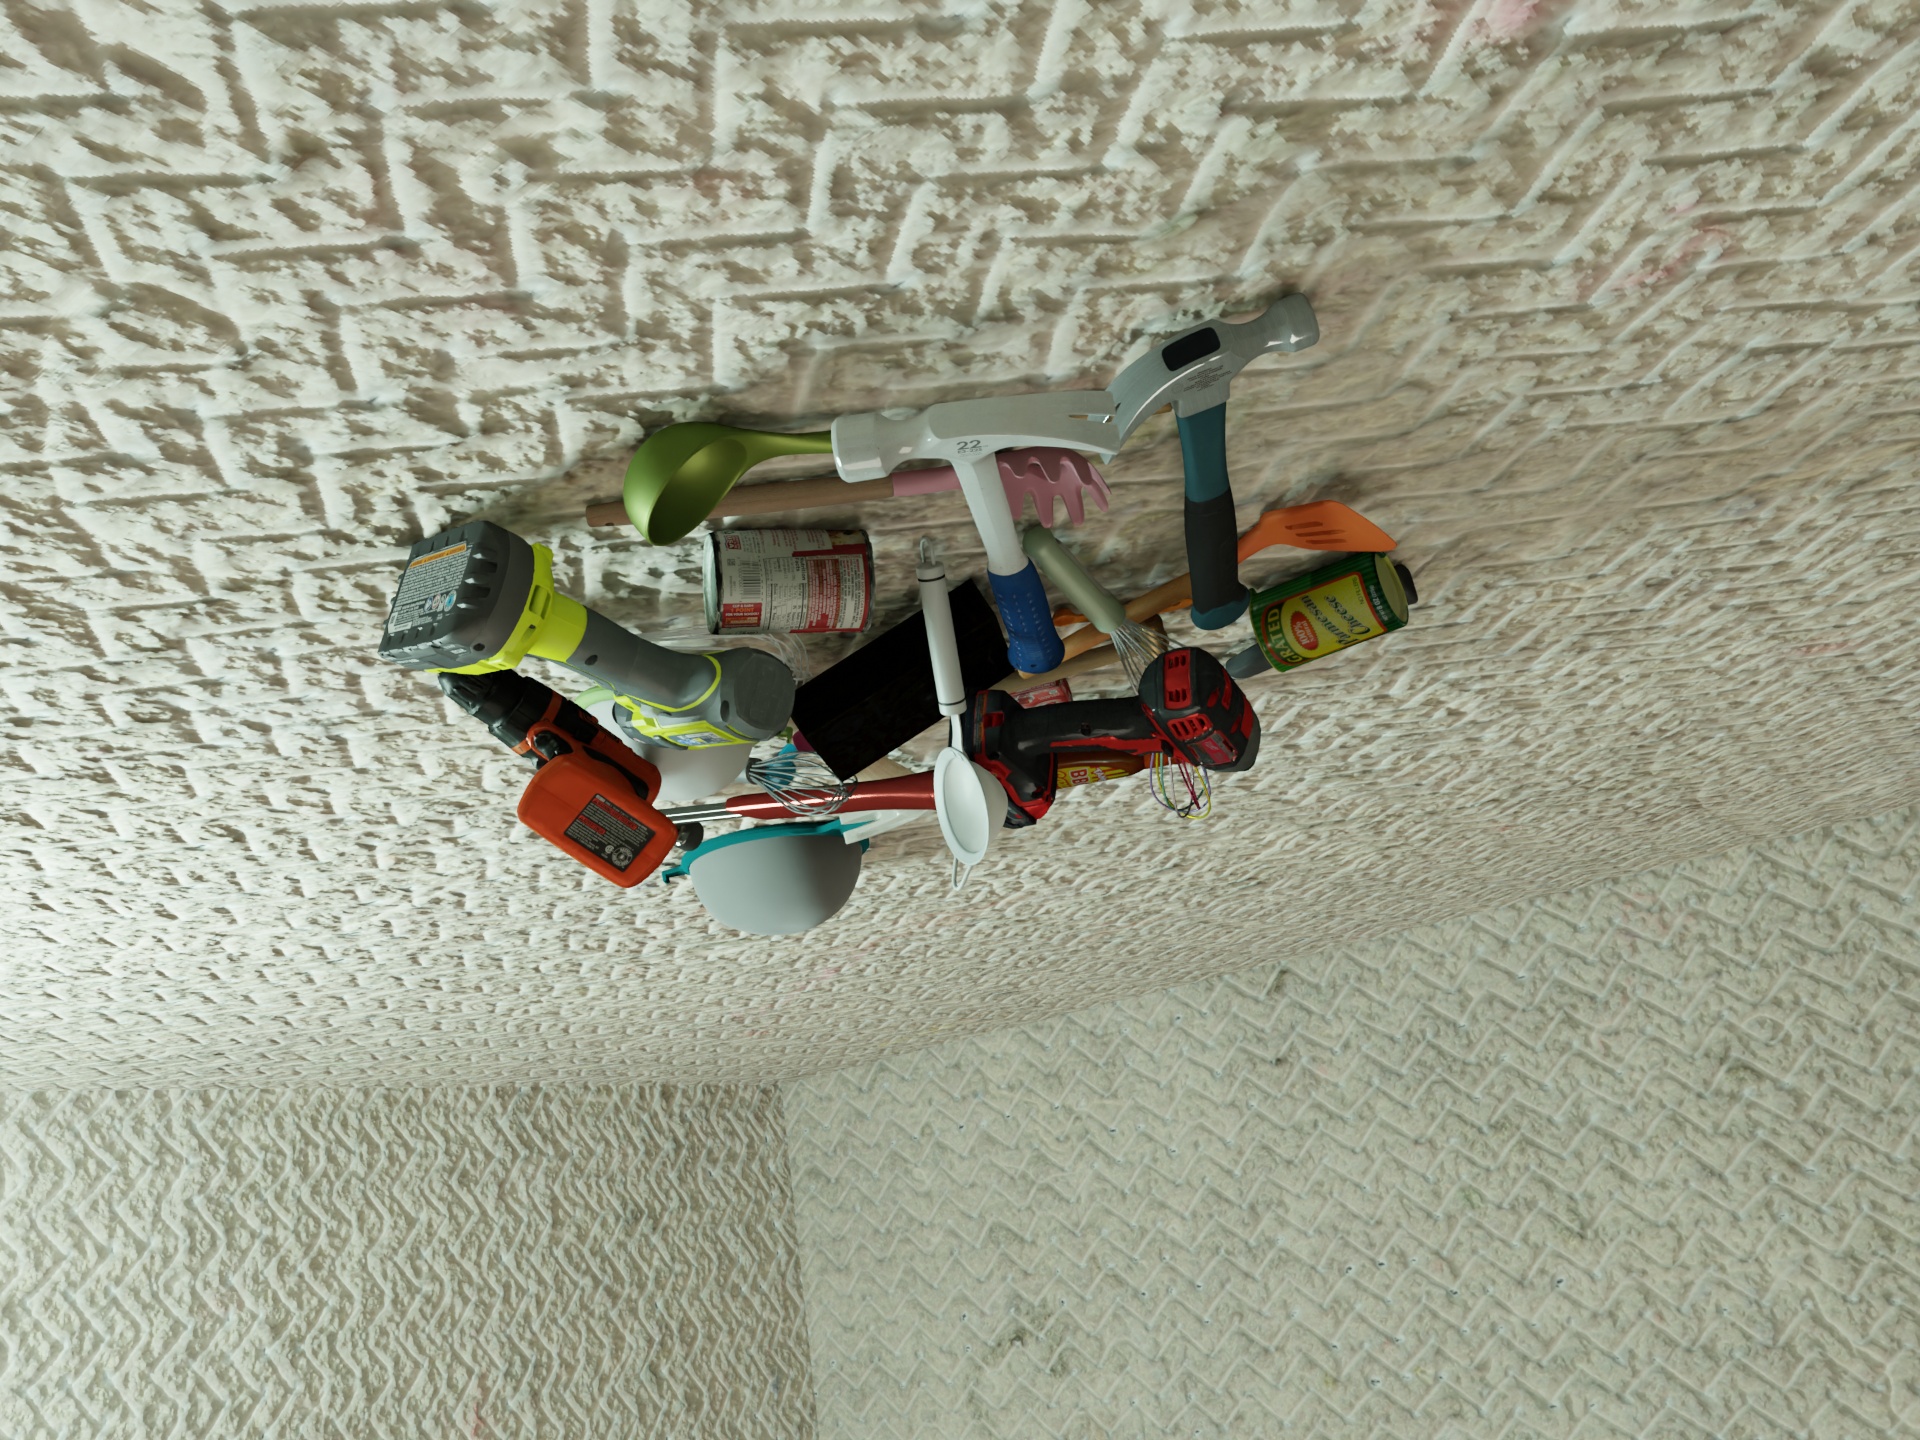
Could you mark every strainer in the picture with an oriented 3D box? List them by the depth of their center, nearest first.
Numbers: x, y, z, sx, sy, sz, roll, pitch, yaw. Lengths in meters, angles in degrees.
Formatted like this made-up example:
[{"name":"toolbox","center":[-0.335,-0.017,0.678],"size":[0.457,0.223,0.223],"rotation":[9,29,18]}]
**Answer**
[{"name":"strainer","center":[-0.002,-0.004,1.113],"size":[0.050,0.258,0.087],"rotation":[-18,-158,-22]},{"name":"strainer","center":[-0.267,0.033,1.272],"size":[0.256,0.069,0.151],"rotation":[-14,155,40]},{"name":"strainer","center":[-0.159,0.167,1.721],"size":[0.210,0.095,0.340],"rotation":[8,157,-40]}]

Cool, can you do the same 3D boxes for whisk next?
[{"name":"whisk","center":[-0.240,-0.048,1.122],"size":[0.284,0.070,0.070],"rotation":[6,157,-25]},{"name":"whisk","center":[0.114,-0.071,1.157],"size":[0.059,0.058,0.246],"rotation":[-43,136,7]},{"name":"whisk","center":[-0.174,0.045,1.329],"size":[0.239,0.055,0.055],"rotation":[6,177,44]},{"name":"whisk","center":[0.179,0.002,1.338],"size":[0.051,0.047,0.244],"rotation":[-27,135,-8]}]

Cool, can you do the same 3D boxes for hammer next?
[{"name":"hammer","center":[0.034,-0.101,0.984],"size":[0.144,0.035,0.405],"rotation":[-7,165,7]},{"name":"hammer","center":[0.156,-0.139,0.991],"size":[0.128,0.033,0.330],"rotation":[-20,156,3]},{"name":"hammer","center":[0.226,-0.041,1.383],"size":[0.149,0.036,0.409],"rotation":[7,155,-37]},{"name":"hammer","center":[-0.165,0.072,1.407],"size":[0.359,0.037,0.149],"rotation":[-7,157,33]},{"name":"hammer","center":[-0.115,0.031,1.415],"size":[0.146,0.038,0.410],"rotation":[-22,157,13]}]

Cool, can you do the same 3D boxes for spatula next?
[{"name":"spatula","center":[0.164,-0.091,1.177],"size":[0.081,0.041,0.322],"rotation":[25,141,-39]}]

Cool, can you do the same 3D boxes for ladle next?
[{"name":"ladle","center":[-0.031,-0.152,0.904],"size":[0.320,0.062,0.078],"rotation":[-9,160,-8]}]

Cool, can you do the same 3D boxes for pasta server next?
[{"name":"pasta server","center":[-0.068,-0.134,0.966],"size":[0.316,0.040,0.060],"rotation":[-6,161,-4]}]

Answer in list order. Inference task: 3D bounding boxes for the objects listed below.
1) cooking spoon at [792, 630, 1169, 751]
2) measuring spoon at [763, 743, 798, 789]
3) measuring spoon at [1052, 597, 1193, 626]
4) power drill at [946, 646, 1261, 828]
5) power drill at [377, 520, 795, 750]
[{"name":"cooking spoon","center":[0.017,-0.024,1.304],"size":[0.319,0.017,0.068],"rotation":[-16,152,0]},{"name":"measuring spoon","center":[-0.156,0.039,1.459],"size":[0.042,0.021,0.128],"rotation":[1,159,-27]},{"name":"measuring spoon","center":[0.126,-0.088,1.239],"size":[0.117,0.011,0.021],"rotation":[-9,159,-12]},{"name":"power drill","center":[0.111,0.015,1.180],"size":[0.220,0.079,0.143],"rotation":[-12,150,26]},{"name":"power drill","center":[-0.239,-0.039,1.005],"size":[0.223,0.080,0.171],"rotation":[26,159,-38]}]
